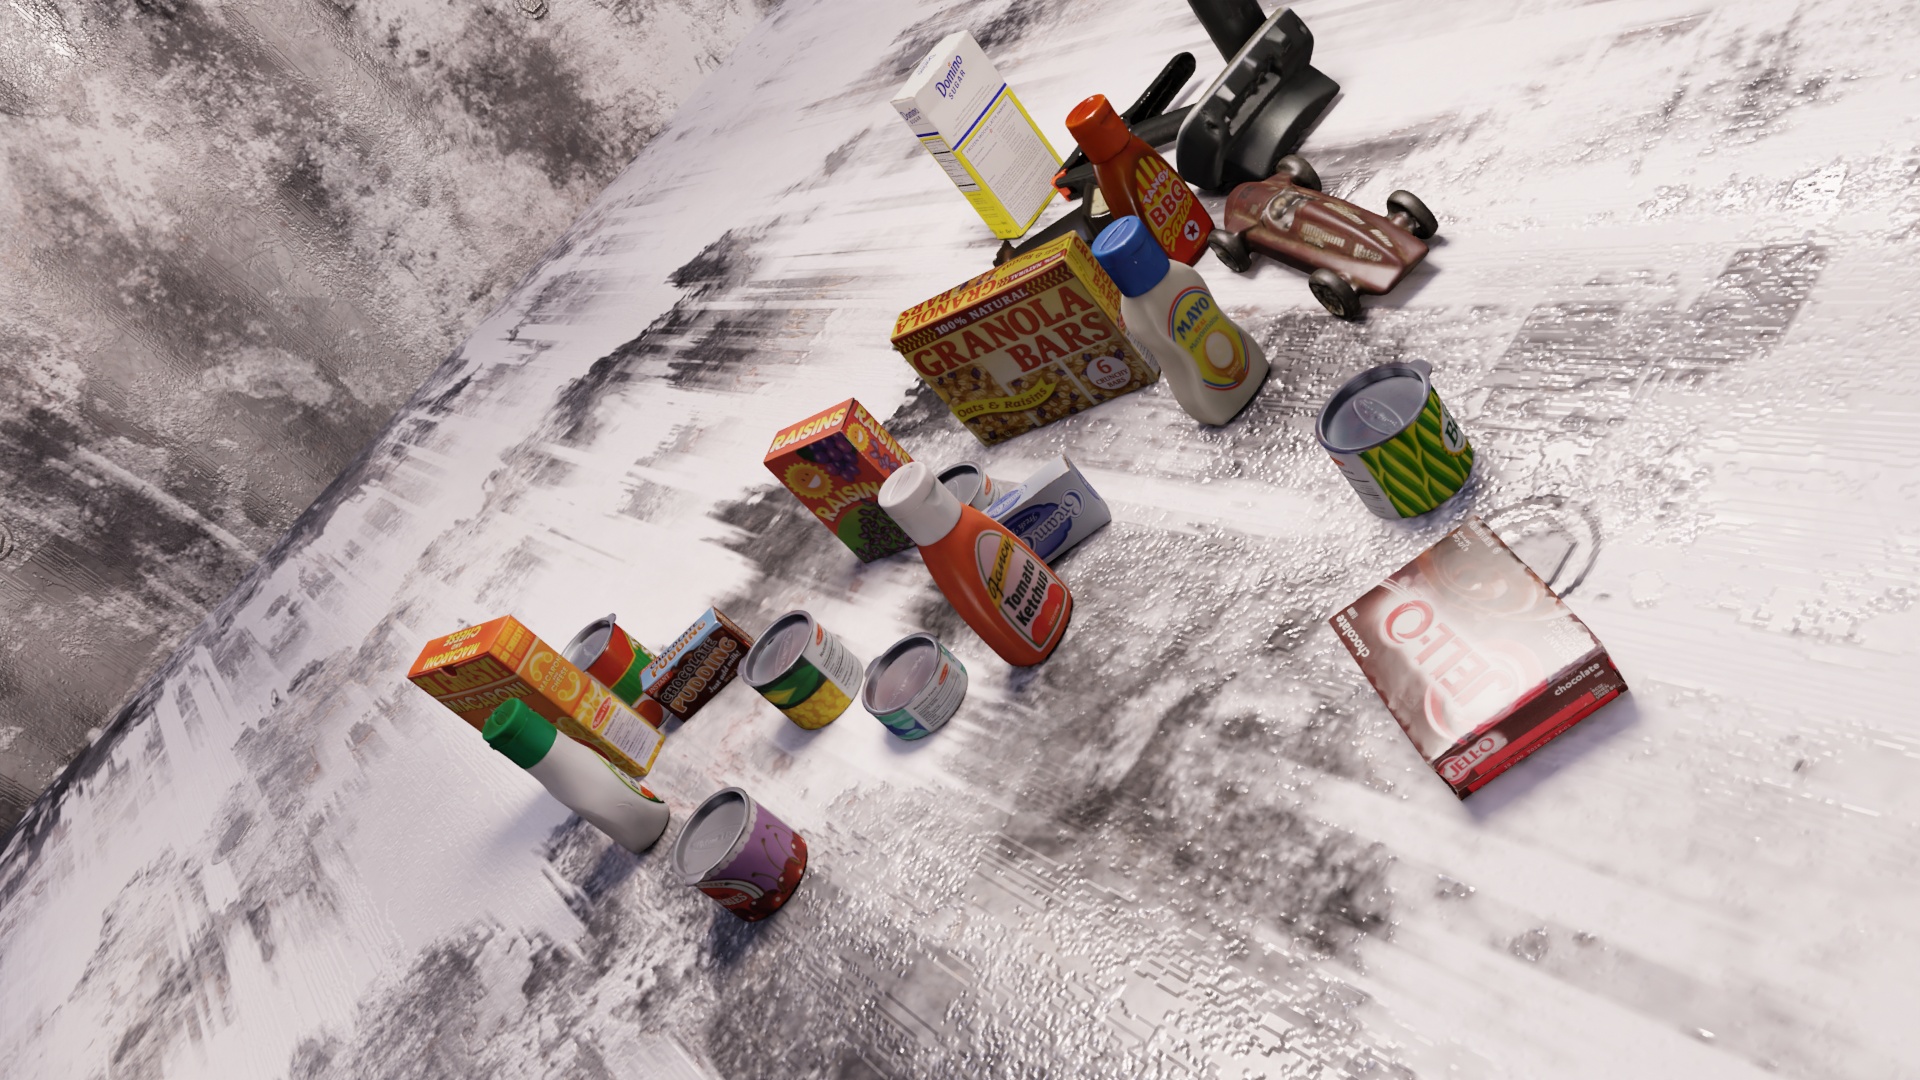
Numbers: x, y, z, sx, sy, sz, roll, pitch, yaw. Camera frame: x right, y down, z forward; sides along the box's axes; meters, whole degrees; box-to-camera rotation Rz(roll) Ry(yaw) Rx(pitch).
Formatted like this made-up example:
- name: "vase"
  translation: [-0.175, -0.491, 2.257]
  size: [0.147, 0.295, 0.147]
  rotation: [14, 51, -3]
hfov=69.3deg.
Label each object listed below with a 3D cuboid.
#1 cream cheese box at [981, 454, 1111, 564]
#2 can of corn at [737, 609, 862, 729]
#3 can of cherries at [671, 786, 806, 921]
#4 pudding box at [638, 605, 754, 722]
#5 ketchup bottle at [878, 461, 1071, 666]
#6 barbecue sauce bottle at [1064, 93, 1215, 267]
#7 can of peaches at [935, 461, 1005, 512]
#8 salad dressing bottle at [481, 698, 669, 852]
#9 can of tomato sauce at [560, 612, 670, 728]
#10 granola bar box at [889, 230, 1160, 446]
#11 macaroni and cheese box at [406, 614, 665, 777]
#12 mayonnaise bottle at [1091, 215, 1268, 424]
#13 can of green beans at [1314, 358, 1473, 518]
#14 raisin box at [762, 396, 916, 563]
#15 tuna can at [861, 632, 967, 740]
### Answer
- name: "cream cheese box"
  translation: [0.045, -0.008, 0.936]
  size: [0.103, 0.053, 0.024]
  rotation: [-36, 31, 13]
- name: "can of corn"
  translation: [-0.114, 0.094, 0.994]
  size: [0.071, 0.058, 0.071]
  rotation: [-30, 33, 22]
- name: "can of cherries"
  translation: [-0.142, 0.203, 0.890]
  size: [0.071, 0.058, 0.072]
  rotation: [-30, 33, 22]
- name: "pudding box"
  translation: [-0.210, 0.099, 1.111]
  size: [0.083, 0.049, 0.030]
  rotation: [-42, 30, 3]
- name: "ketchup bottle"
  translation: [0.008, 0.012, 0.860]
  size: [0.043, 0.148, 0.065]
  rotation: [-9, 45, 45]
- name: "barbecue sauce bottle"
  translation: [0.136, -0.274, 1.067]
  size: [0.043, 0.148, 0.065]
  rotation: [9, 58, 54]
- name: "can of peaches"
  translation: [0.004, -0.012, 0.987]
  size: [0.071, 0.058, 0.071]
  rotation: [-30, 33, 22]
- name: "salad dressing bottle"
  translation: [-0.277, 0.170, 1.005]
  size: [0.044, 0.147, 0.064]
  rotation: [-54, 31, -16]
- name: "can of tomato sauce"
  translation: [-0.280, 0.112, 1.144]
  size: [0.071, 0.083, 0.071]
  rotation: [-30, 33, 22]
- name: "granola bar box"
  translation: [0.049, -0.145, 1.033]
  size: [0.165, 0.124, 0.039]
  rotation: [-19, 38, 36]
- name: "macaroni and cheese box"
  translation: [-0.336, 0.133, 1.103]
  size: [0.123, 0.166, 0.040]
  rotation: [-17, 40, 39]
- name: "mayonnaise bottle"
  translation: [0.140, -0.144, 0.899]
  size: [0.065, 0.147, 0.041]
  rotation: [-51, 31, -12]
- name: "can of green beans"
  translation: [0.238, -0.054, 0.760]
  size: [0.071, 0.057, 0.071]
  rotation: [-30, 33, 22]
- name: "raisin box"
  translation: [-0.077, -0.044, 1.058]
  size: [0.086, 0.123, 0.040]
  rotation: [-18, 39, 37]
- name: "tuna can"
  translation: [-0.032, 0.096, 0.918]
  size: [0.071, 0.032, 0.071]
  rotation: [-30, 33, 22]
